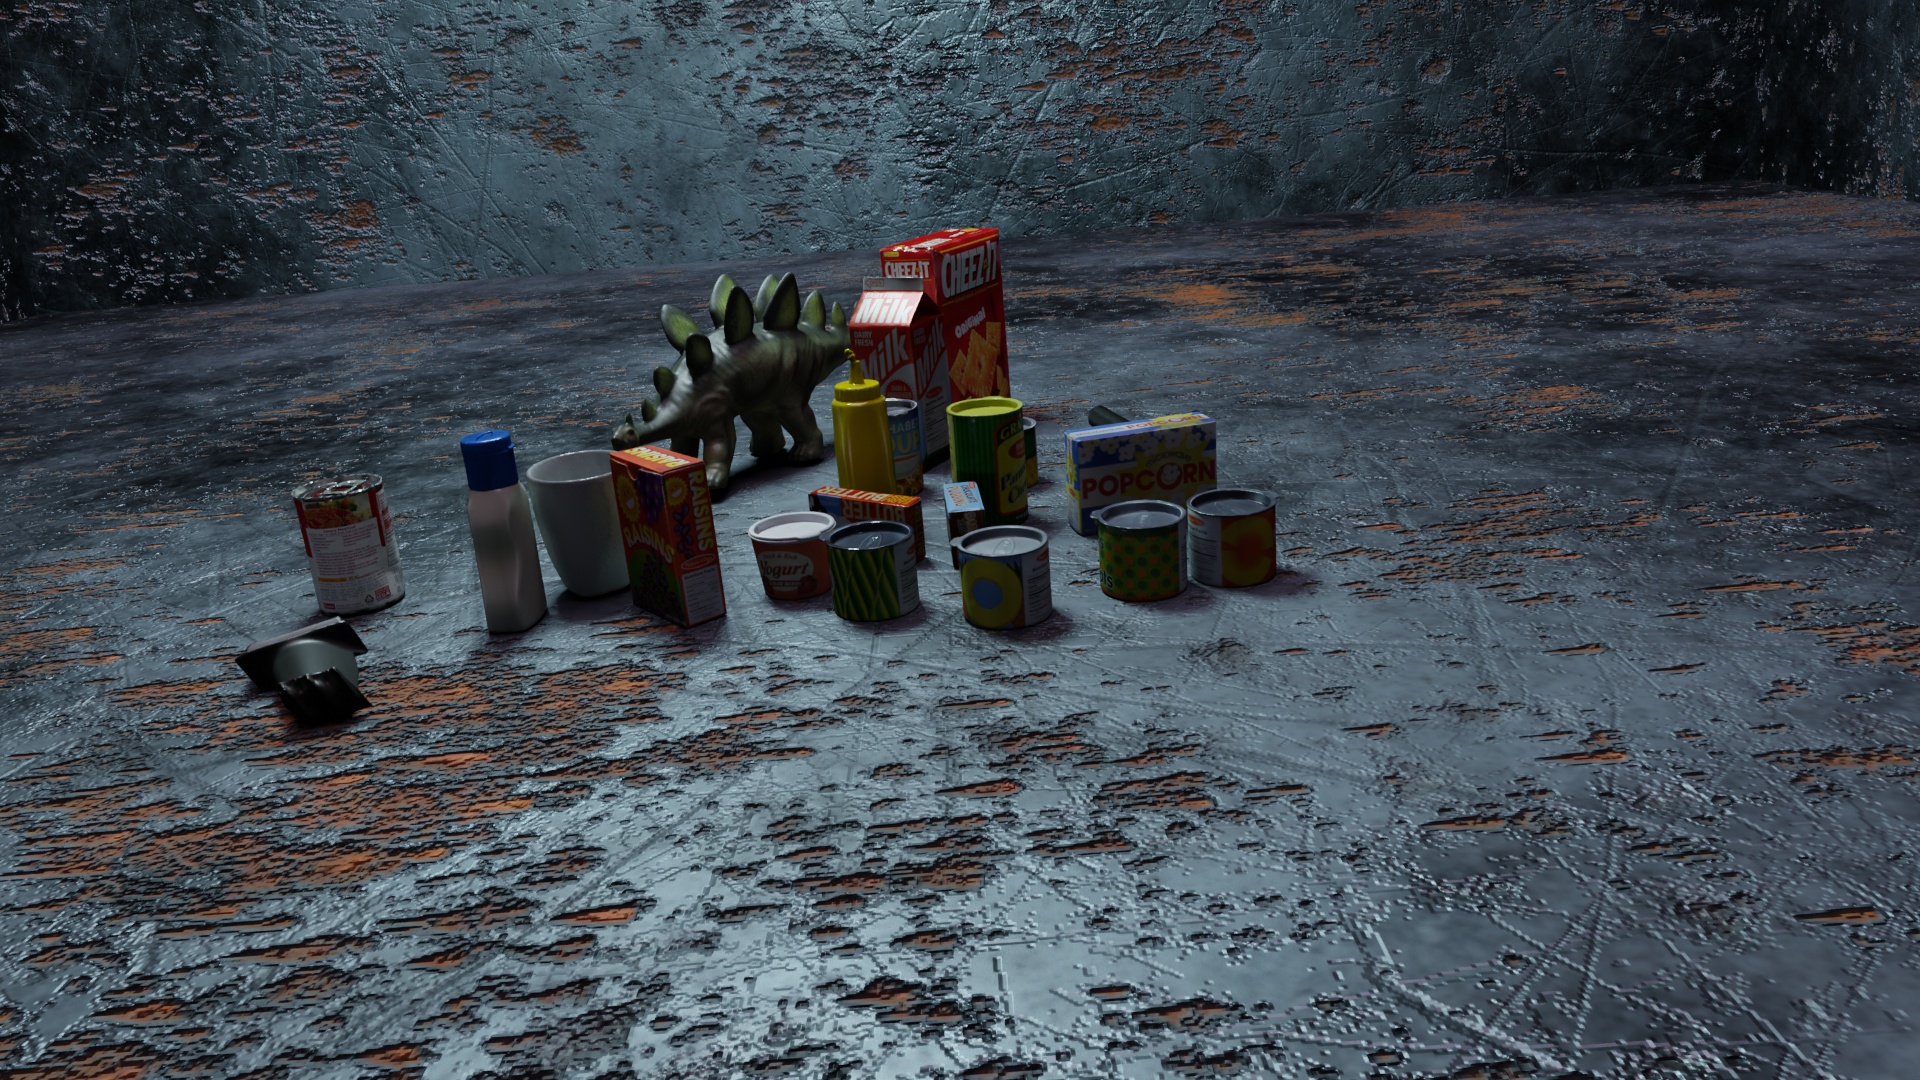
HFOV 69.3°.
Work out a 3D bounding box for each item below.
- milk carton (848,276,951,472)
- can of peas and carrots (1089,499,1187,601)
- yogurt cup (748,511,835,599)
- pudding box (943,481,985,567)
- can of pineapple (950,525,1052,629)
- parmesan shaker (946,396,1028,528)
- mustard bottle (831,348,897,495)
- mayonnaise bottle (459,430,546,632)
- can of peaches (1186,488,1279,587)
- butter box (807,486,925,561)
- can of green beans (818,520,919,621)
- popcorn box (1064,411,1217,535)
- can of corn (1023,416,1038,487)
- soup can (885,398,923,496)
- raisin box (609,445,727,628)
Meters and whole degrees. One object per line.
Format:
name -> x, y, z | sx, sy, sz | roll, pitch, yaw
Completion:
milk carton -> -0.059, -0.170, 1.399 | 0.072, 0.189, 0.074 | 5, 21, 27
can of peas and carrots -> 0.133, 0.007, 1.034 | 0.071, 0.058, 0.071 | -4, 18, 1
yogurt cup -> -0.129, 0.012, 1.089 | 0.072, 0.053, 0.072 | -4, 18, 1
pudding box -> 0.004, -0.014, 1.143 | 0.030, 0.049, 0.084 | -5, 19, -2
can of pineapple -> 0.031, 0.026, 1.004 | 0.071, 0.057, 0.071 | -4, 18, 1
parmesan shaker -> 0.025, -0.068, 1.214 | 0.071, 0.102, 0.071 | -4, 18, 1
mustard bottle -> -0.085, -0.088, 1.209 | 0.049, 0.159, 0.065 | -9, 19, -14
mayonnaise bottle -> -0.348, -0.008, 1.055 | 0.041, 0.147, 0.065 | -4, 18, 1
can of peaches -> 0.207, -0.003, 1.047 | 0.071, 0.058, 0.071 | -4, 18, 1
butter box -> -0.078, -0.013, 1.153 | 0.103, 0.053, 0.024 | 7, 22, 32
can of green beans -> -0.065, 0.022, 1.038 | 0.071, 0.057, 0.071 | -4, 18, 1
popcorn box -> 0.153, -0.057, 1.179 | 0.127, 0.085, 0.038 | -9, 19, -13
can of corn -> 0.038, -0.082, 1.322 | 0.071, 0.058, 0.071 | -4, 18, 1
soup can -> -0.069, -0.086, 1.319 | 0.071, 0.083, 0.071 | -4, 18, 1
raisin box -> -0.223, -0.004, 1.053 | 0.040, 0.123, 0.086 | -19, 23, -36
